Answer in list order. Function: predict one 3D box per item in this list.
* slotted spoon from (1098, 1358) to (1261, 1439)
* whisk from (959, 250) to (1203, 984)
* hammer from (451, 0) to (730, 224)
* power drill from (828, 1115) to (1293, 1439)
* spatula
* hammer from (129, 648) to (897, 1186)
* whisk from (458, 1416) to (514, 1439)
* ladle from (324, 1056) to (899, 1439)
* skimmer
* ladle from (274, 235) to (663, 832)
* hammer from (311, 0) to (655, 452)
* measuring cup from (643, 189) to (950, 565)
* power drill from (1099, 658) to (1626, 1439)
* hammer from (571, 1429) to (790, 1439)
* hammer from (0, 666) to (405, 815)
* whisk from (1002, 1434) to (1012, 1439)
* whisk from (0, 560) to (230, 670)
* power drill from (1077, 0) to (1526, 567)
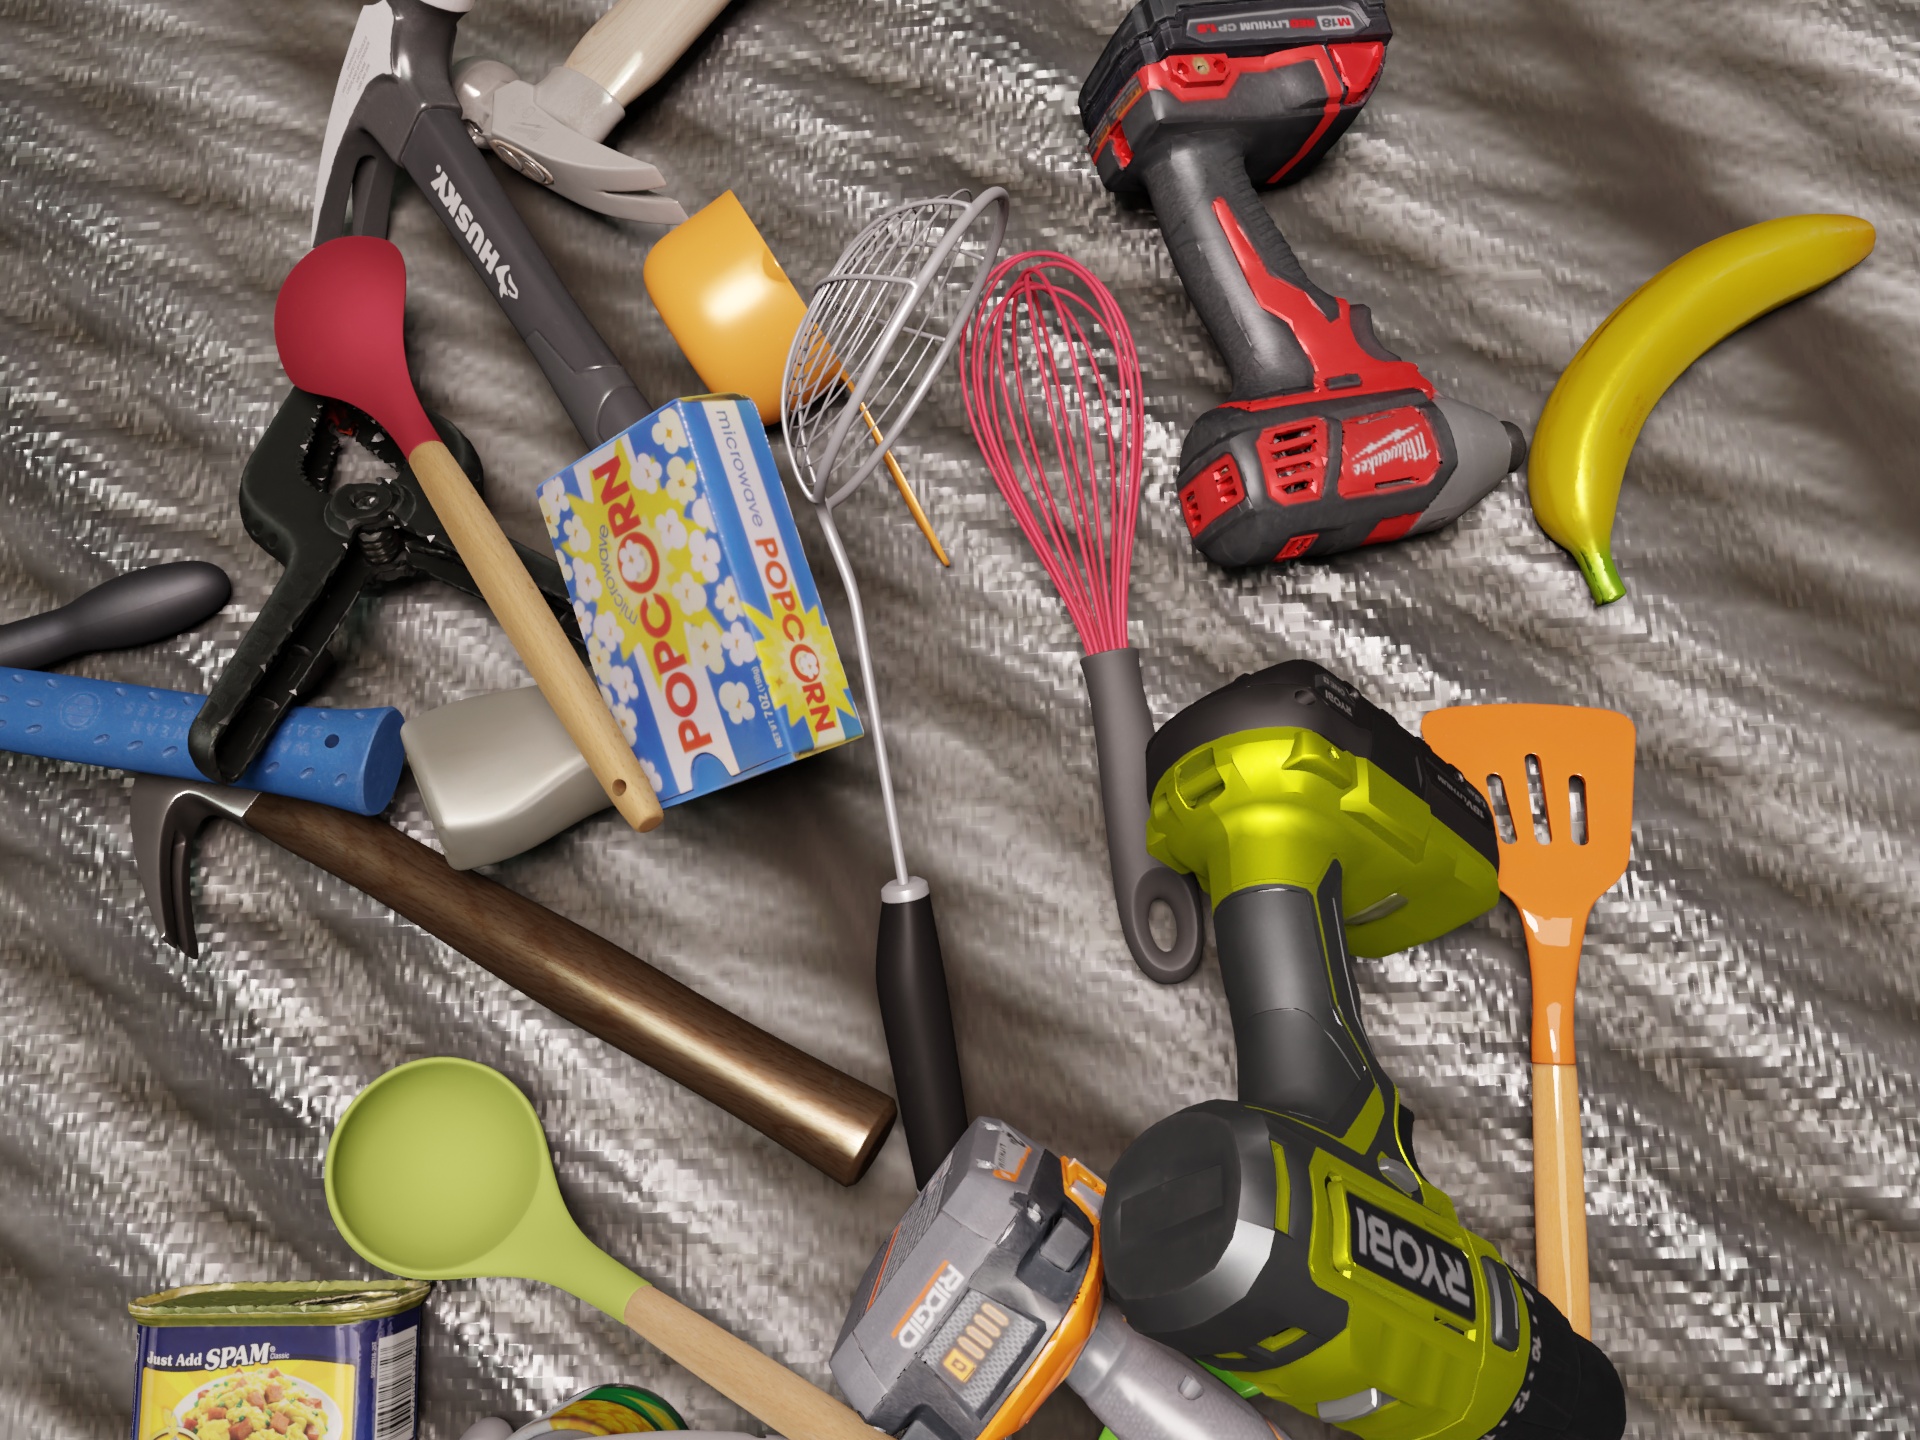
[{"bbox_3d":[0.026,0.296,0.558,0.070,0.031,0.314,36,84,12],"label":"slotted spoon"},{"bbox_3d":[0.054,-0.044,0.623,0.073,0.073,0.296,-11,83,2],"label":"whisk"},{"bbox_3d":[-0.051,-0.388,0.706,0.146,0.038,0.411,33,79,31],"label":"hammer"},{"bbox_3d":[0.074,0.223,0.471,0.226,0.164,0.084,36,89,5],"label":"power drill"},{"bbox_3d":[0.215,0.149,0.579,0.081,0.041,0.323,0,81,6],"label":"spatula"},{"bbox_3d":[-0.175,0.083,0.607,0.331,0.031,0.130,27,69,12],"label":"hammer"},{"bbox_3d":[-0.207,0.366,0.553,0.055,0.055,0.239,17,74,9],"label":"whisk"},{"bbox_3d":[-0.092,0.201,0.527,0.320,0.062,0.078,19,57,31],"label":"ladle"},{"bbox_3d":[-0.001,-0.002,0.575,0.090,0.127,0.363,-8,94,4],"label":"skimmer"},{"bbox_3d":[-0.188,-0.080,0.592,0.069,0.031,0.316,-41,65,10],"label":"ladle"},{"bbox_3d":[-0.157,-0.142,0.629,0.146,0.035,0.335,-45,73,37],"label":"hammer"},{"bbox_3d":[-0.068,-0.127,0.649,0.052,0.095,0.173,-31,94,3],"label":"measuring cup"},{"bbox_3d":[0.131,0.111,0.505,0.190,0.080,0.229,33,42,-27],"label":"power drill"},{"bbox_3d":[-0.104,0.400,0.510,0.127,0.034,0.337,13,87,-18],"label":"hammer"},{"bbox_3d":[-0.418,-0.007,0.610,0.405,0.035,0.144,8,63,3],"label":"hammer"},{"bbox_3d":[0.004,0.290,0.531,0.059,0.057,0.247,6,62,-2],"label":"whisk"},{"bbox_3d":[-0.444,-0.013,0.659,0.284,0.070,0.070,-20,76,-5],"label":"whisk"},{"bbox_3d":[0.137,-0.173,0.627,0.143,0.078,0.220,-11,80,-19],"label":"power drill"}]
